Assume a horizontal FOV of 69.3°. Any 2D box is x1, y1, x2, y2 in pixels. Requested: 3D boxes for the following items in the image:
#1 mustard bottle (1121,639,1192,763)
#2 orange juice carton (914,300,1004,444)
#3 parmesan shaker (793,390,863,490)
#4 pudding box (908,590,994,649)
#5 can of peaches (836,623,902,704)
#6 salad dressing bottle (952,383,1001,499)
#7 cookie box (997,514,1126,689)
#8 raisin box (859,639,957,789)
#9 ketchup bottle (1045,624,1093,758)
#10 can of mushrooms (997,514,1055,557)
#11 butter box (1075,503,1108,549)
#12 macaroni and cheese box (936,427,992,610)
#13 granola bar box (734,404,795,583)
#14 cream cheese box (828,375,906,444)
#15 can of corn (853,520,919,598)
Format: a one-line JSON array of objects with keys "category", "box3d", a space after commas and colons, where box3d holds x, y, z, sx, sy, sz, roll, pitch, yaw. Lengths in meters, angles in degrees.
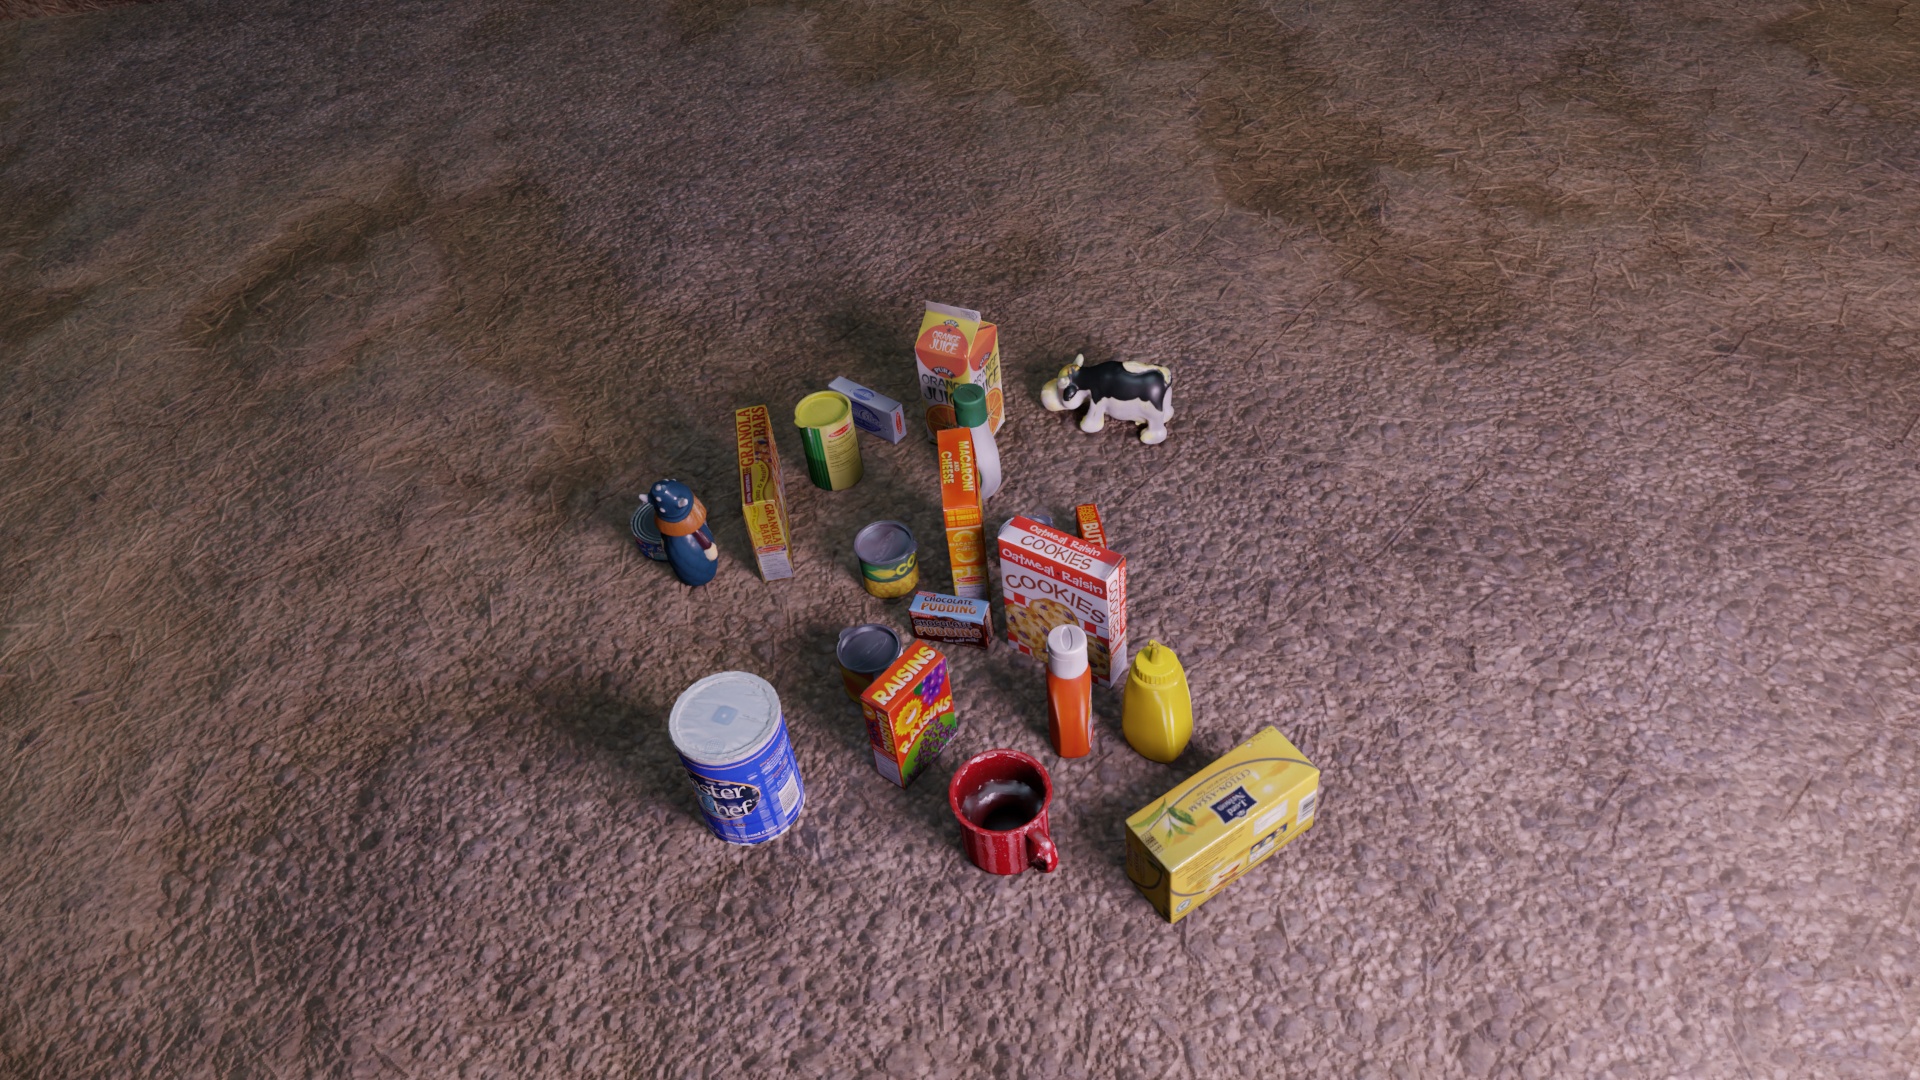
[{"category": "mustard bottle", "box3d": [0.185, 0.144, 1.304, 0.065, 0.159, 0.049, 25, 53, 28]}, {"category": "orange juice carton", "box3d": [-0.001, -0.200, 1.644, 0.072, 0.191, 0.073, 18, 50, 23]}, {"category": "parmesan shaker", "box3d": [-0.157, -0.116, 1.643, 0.071, 0.102, 0.072, -4, 45, 4]}, {"category": "pudding box", "box3d": [-0.009, 0.083, 1.465, 0.084, 0.049, 0.030, 9, 47, 15]}, {"category": "can of peaches", "box3d": [-0.092, 0.127, 1.427, 0.071, 0.057, 0.071, -4, 45, 4]}, {"category": "salad dressing bottle", "box3d": [0.015, -0.113, 1.588, 0.044, 0.146, 0.064, -33, 50, -23]}, {"category": "cookie box", "box3d": [0.104, 0.062, 1.390, 0.123, 0.166, 0.040, 22, 52, 26]}, {"category": "raisin box", "box3d": [-0.048, 0.167, 1.335, 0.040, 0.122, 0.086, 28, 55, 30]}, {"category": "ketchup bottle", "box3d": [0.103, 0.141, 1.325, 0.043, 0.148, 0.065, -5, 45, 2]}, {"category": "can of mushrooms", "box3d": [0.077, 0.005, 1.544, 0.071, 0.033, 0.071, -4, 45, 4]}, {"category": "butter box", "box3d": [0.146, 0.013, 1.514, 0.024, 0.052, 0.104, -9, 45, -1]}, {"category": "macaroni and cheese box", "box3d": [0.005, -0.019, 1.483, 0.040, 0.165, 0.124, -6, 45, 1]}, {"category": "granola bar box", "box3d": [-0.223, -0.054, 1.575, 0.039, 0.123, 0.166, -10, 45, -3]}, {"category": "cream cheese box", "box3d": [-0.116, -0.162, 1.718, 0.104, 0.053, 0.024, 26, 54, 29]}, {"category": "can of corn", "box3d": [-0.078, 0.022, 1.529, 0.071, 0.058, 0.071, -4, 45, 4]}]
